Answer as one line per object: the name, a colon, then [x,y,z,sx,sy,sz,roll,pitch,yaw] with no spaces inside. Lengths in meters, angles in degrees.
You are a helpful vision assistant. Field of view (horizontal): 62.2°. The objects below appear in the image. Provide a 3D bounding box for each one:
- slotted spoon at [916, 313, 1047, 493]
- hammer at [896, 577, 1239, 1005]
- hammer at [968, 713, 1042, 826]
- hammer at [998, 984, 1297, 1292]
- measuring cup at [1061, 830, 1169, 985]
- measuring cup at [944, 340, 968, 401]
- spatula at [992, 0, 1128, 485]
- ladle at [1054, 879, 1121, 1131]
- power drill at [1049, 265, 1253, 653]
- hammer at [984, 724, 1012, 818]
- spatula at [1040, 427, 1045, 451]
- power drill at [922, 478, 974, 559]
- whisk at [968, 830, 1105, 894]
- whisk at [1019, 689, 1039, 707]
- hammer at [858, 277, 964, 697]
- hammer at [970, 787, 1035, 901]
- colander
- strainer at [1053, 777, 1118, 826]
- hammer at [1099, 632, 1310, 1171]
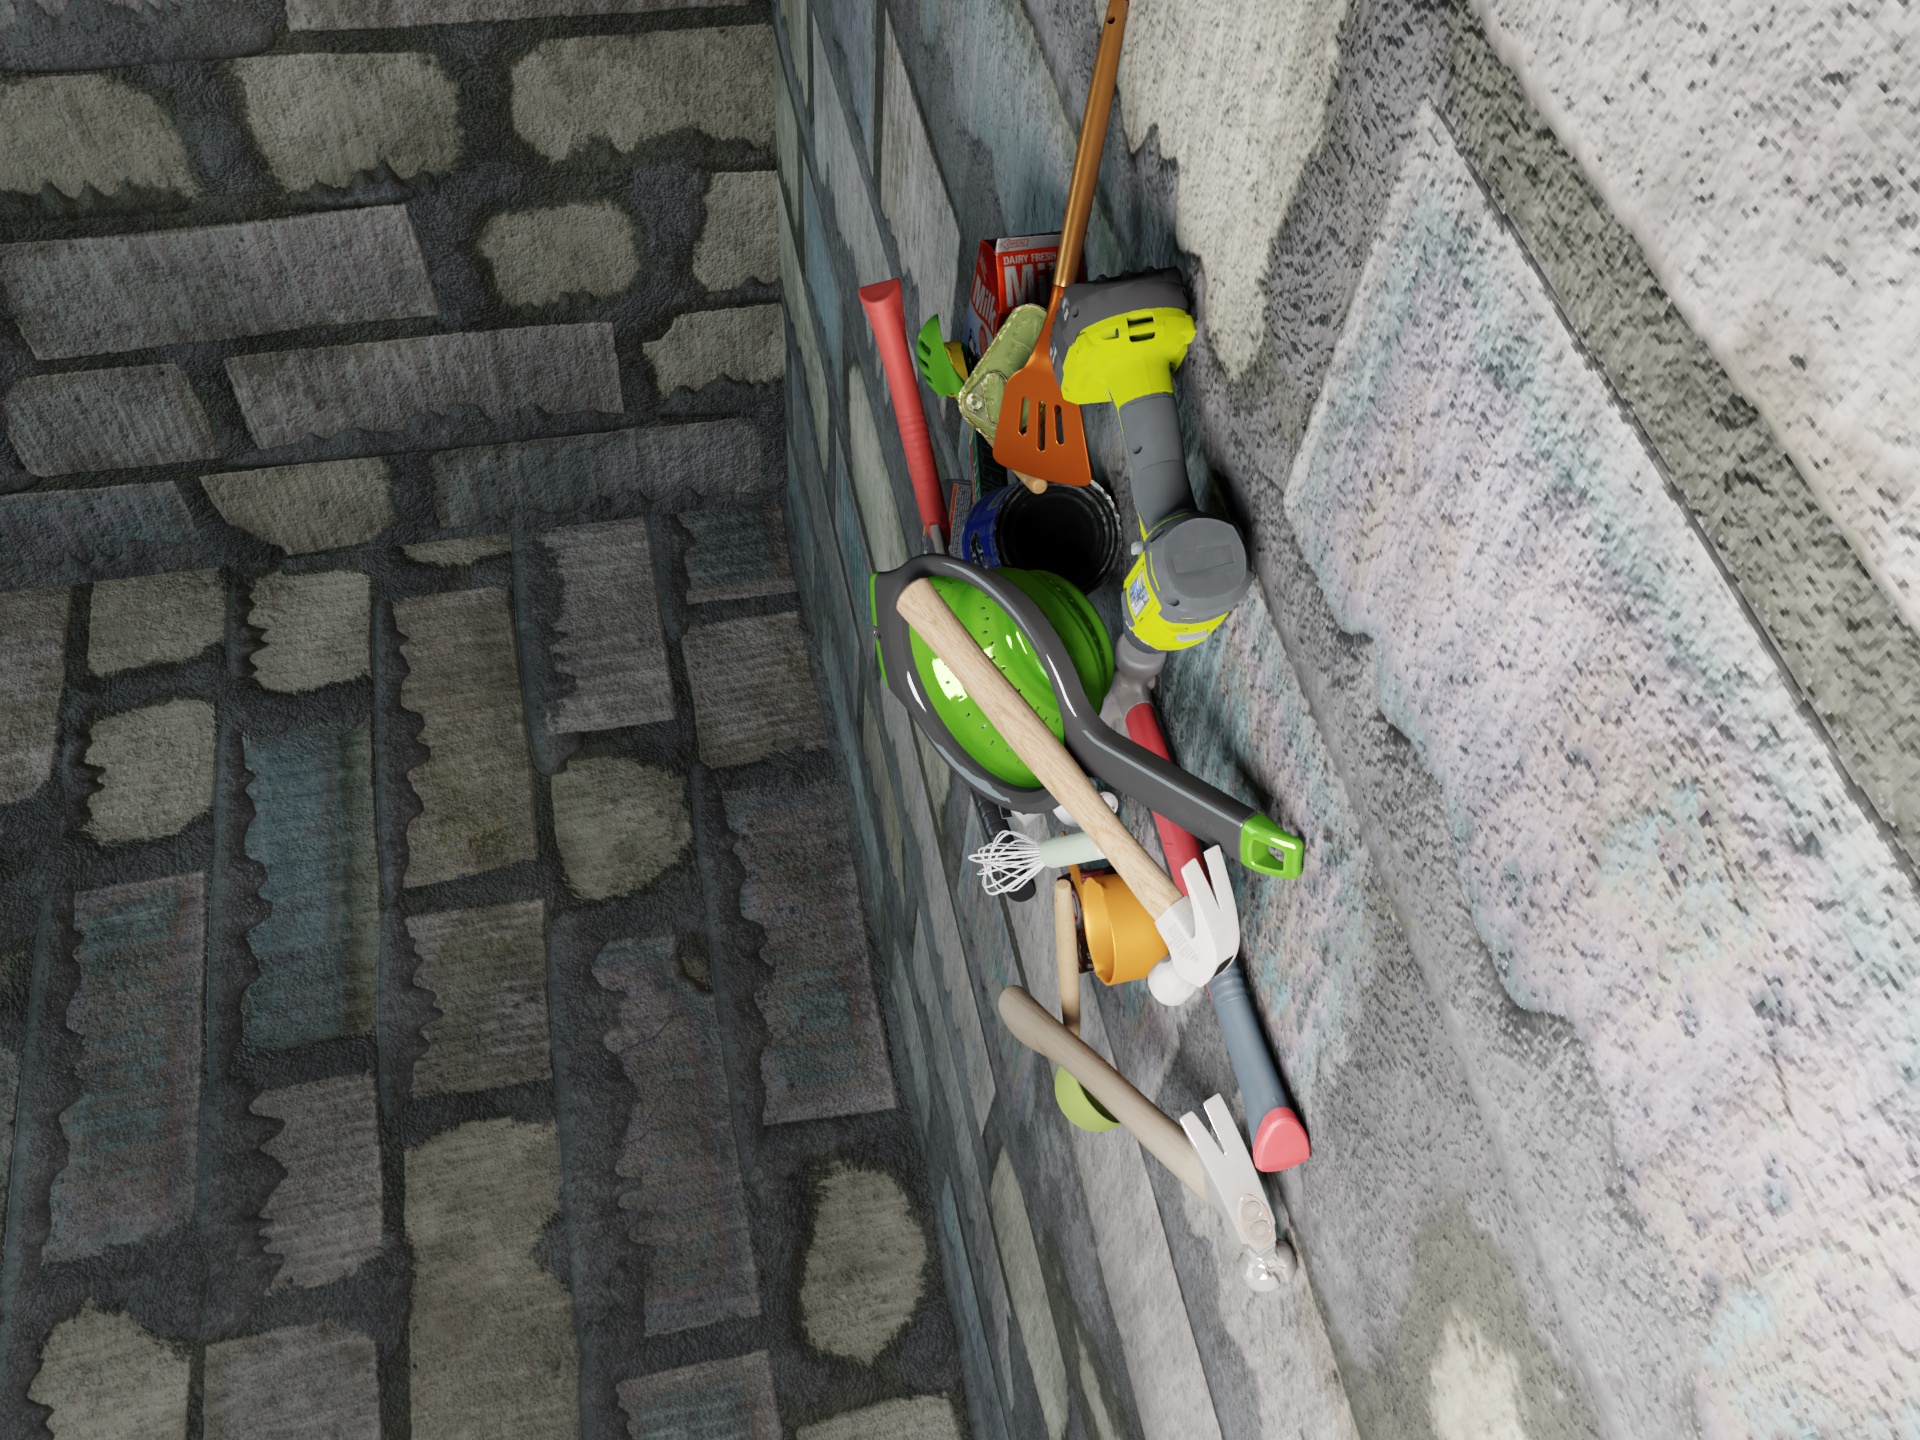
slotted spoon: [0.013,-0.255,1.293,0.314,0.031,0.070,-119,20,-53]
hammer: [0.066,0.034,1.053,0.331,0.031,0.130,51,150,14]
hammer: [-0.002,-0.005,1.455,0.128,0.033,0.331,48,-177,-32]
hammer: [0.115,0.278,1.221,0.146,0.038,0.411,66,165,-19]
measuring cup: [0.126,0.143,1.313,0.174,0.052,0.095,-109,15,-55]
measuring cup: [0.016,-0.329,1.646,0.062,0.029,0.157,100,147,-61]
spatula: [0.079,-0.324,1.099,0.041,0.081,0.322,-21,-54,-60]
ladle: [0.108,0.248,1.381,0.078,0.062,0.319,-111,11,-48]
power drill: [0.121,-0.157,1.035,0.190,0.080,0.228,109,149,-80]
hammer: [0.054,-0.054,1.600,0.408,0.036,0.149,97,161,-55]
spatula: [0.085,-0.147,1.388,0.060,0.018,0.316,175,84,-79]
power drill: [-0.005,-0.120,1.650,0.226,0.084,0.185,99,178,-64]
whisk: [0.072,0.109,1.315,0.246,0.057,0.059,-22,49,64]
whisk: [0.065,-0.029,1.525,0.238,0.055,0.055,87,170,-51]
hammer: [-0.026,-0.198,1.376,0.149,0.037,0.359,-55,-47,-77]
hammer: [0.017,0.055,1.808,0.146,0.035,0.335,47,-161,-60]
colander: [0.097,-0.009,1.095,0.397,0.094,0.204,31,140,39]
strainer: [0.102,0.064,1.277,0.087,0.050,0.258,52,178,0]
hammer: [0.164,0.130,1.124,0.143,0.038,0.387,96,163,-58]
